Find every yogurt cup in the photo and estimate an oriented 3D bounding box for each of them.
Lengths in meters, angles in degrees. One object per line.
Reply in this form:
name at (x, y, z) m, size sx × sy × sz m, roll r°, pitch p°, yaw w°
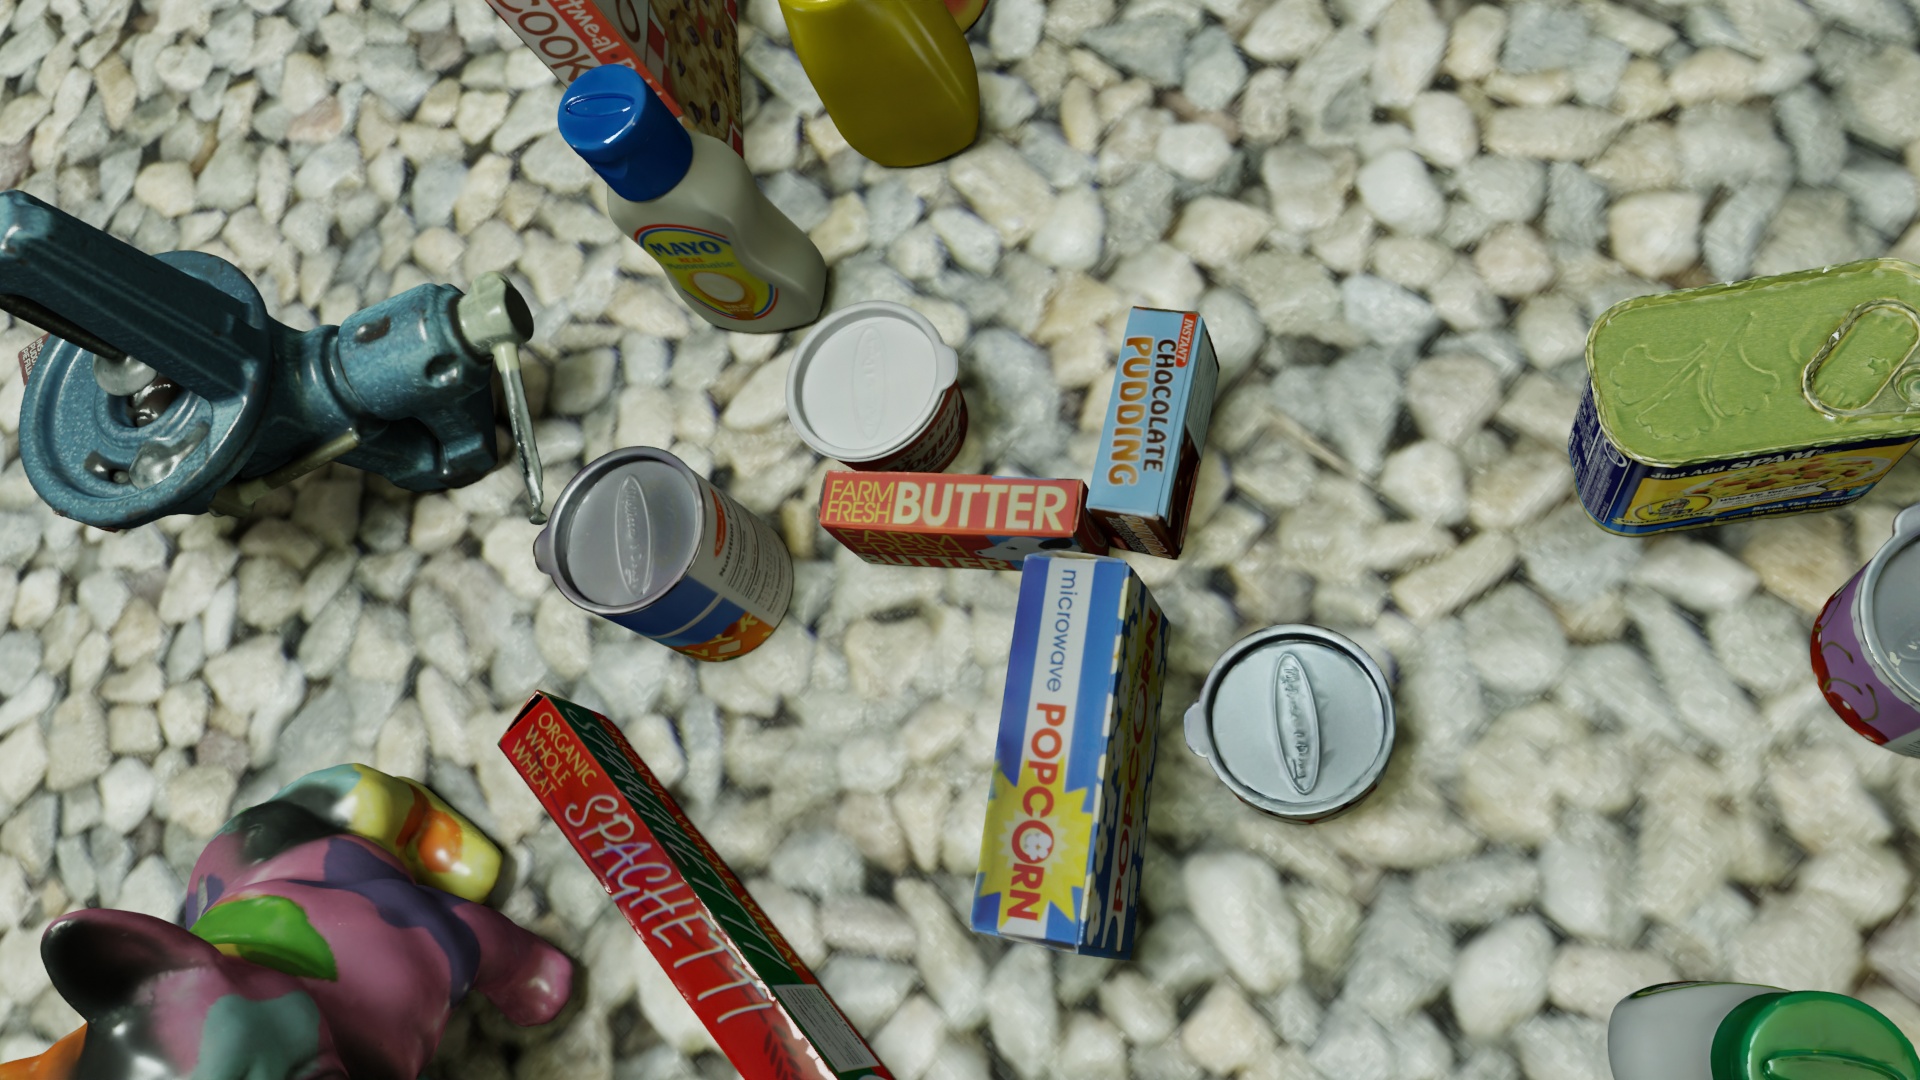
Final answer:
yogurt cup at (-0.030, -0.056, 0.563) m, size 0.072 × 0.054 × 0.072 m, roll -5°, pitch 71°, yaw 16°

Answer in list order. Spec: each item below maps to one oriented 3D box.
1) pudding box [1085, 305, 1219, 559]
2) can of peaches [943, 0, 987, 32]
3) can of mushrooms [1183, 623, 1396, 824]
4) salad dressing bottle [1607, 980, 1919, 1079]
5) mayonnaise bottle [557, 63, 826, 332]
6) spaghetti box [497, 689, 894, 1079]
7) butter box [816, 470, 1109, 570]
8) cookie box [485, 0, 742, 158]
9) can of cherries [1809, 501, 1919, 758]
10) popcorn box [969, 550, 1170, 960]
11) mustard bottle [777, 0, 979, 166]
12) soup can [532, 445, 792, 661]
pudding box at (0.074, -0.040, 0.527) m, size 0.030 × 0.049 × 0.084 m, roll 8°, pitch 75°, yaw 20°
can of peaches at (-0.026, -0.264, 0.630) m, size 0.071 × 0.058 × 0.071 m, roll -5°, pitch 71°, yaw 16°
can of mushrooms at (0.116, 0.065, 0.487) m, size 0.071 × 0.033 × 0.071 m, roll -5°, pitch 71°, yaw 16°
salad dressing bottle at (0.212, 0.139, 0.369) m, size 0.064 × 0.147 × 0.044 m, roll 2°, pitch 73°, yaw 18°
mayonnaise bottle at (-0.108, -0.133, 0.561) m, size 0.065 × 0.148 × 0.041 m, roll 2°, pitch 73°, yaw 18°
spaghetti box at (-0.086, 0.152, 0.511) m, size 0.028 × 0.050 × 0.250 m, roll -46°, pitch 65°, yaw -1°
butter box at (0.002, -0.007, 0.536) m, size 0.103 × 0.053 × 0.024 m, roll 3°, pitch 73°, yaw 18°
cookie box at (-0.146, -0.243, 0.600) m, size 0.040 × 0.167 × 0.123 m, roll -11°, pitch 70°, yaw 14°
can of cherries at (0.305, 0.028, 0.427) m, size 0.071 × 0.058 × 0.071 m, roll -5°, pitch 71°, yaw 16°
popcorn box at (0.041, 0.076, 0.478) m, size 0.038 × 0.085 × 0.127 m, roll 4°, pitch 73°, yaw 19°
mustard bottle at (-0.039, -0.212, 0.560) m, size 0.065 × 0.160 × 0.049 m, roll -10°, pitch 70°, yaw 14°
soup can at (-0.115, 0.008, 0.551) m, size 0.071 × 0.083 × 0.071 m, roll -5°, pitch 71°, yaw 16°
